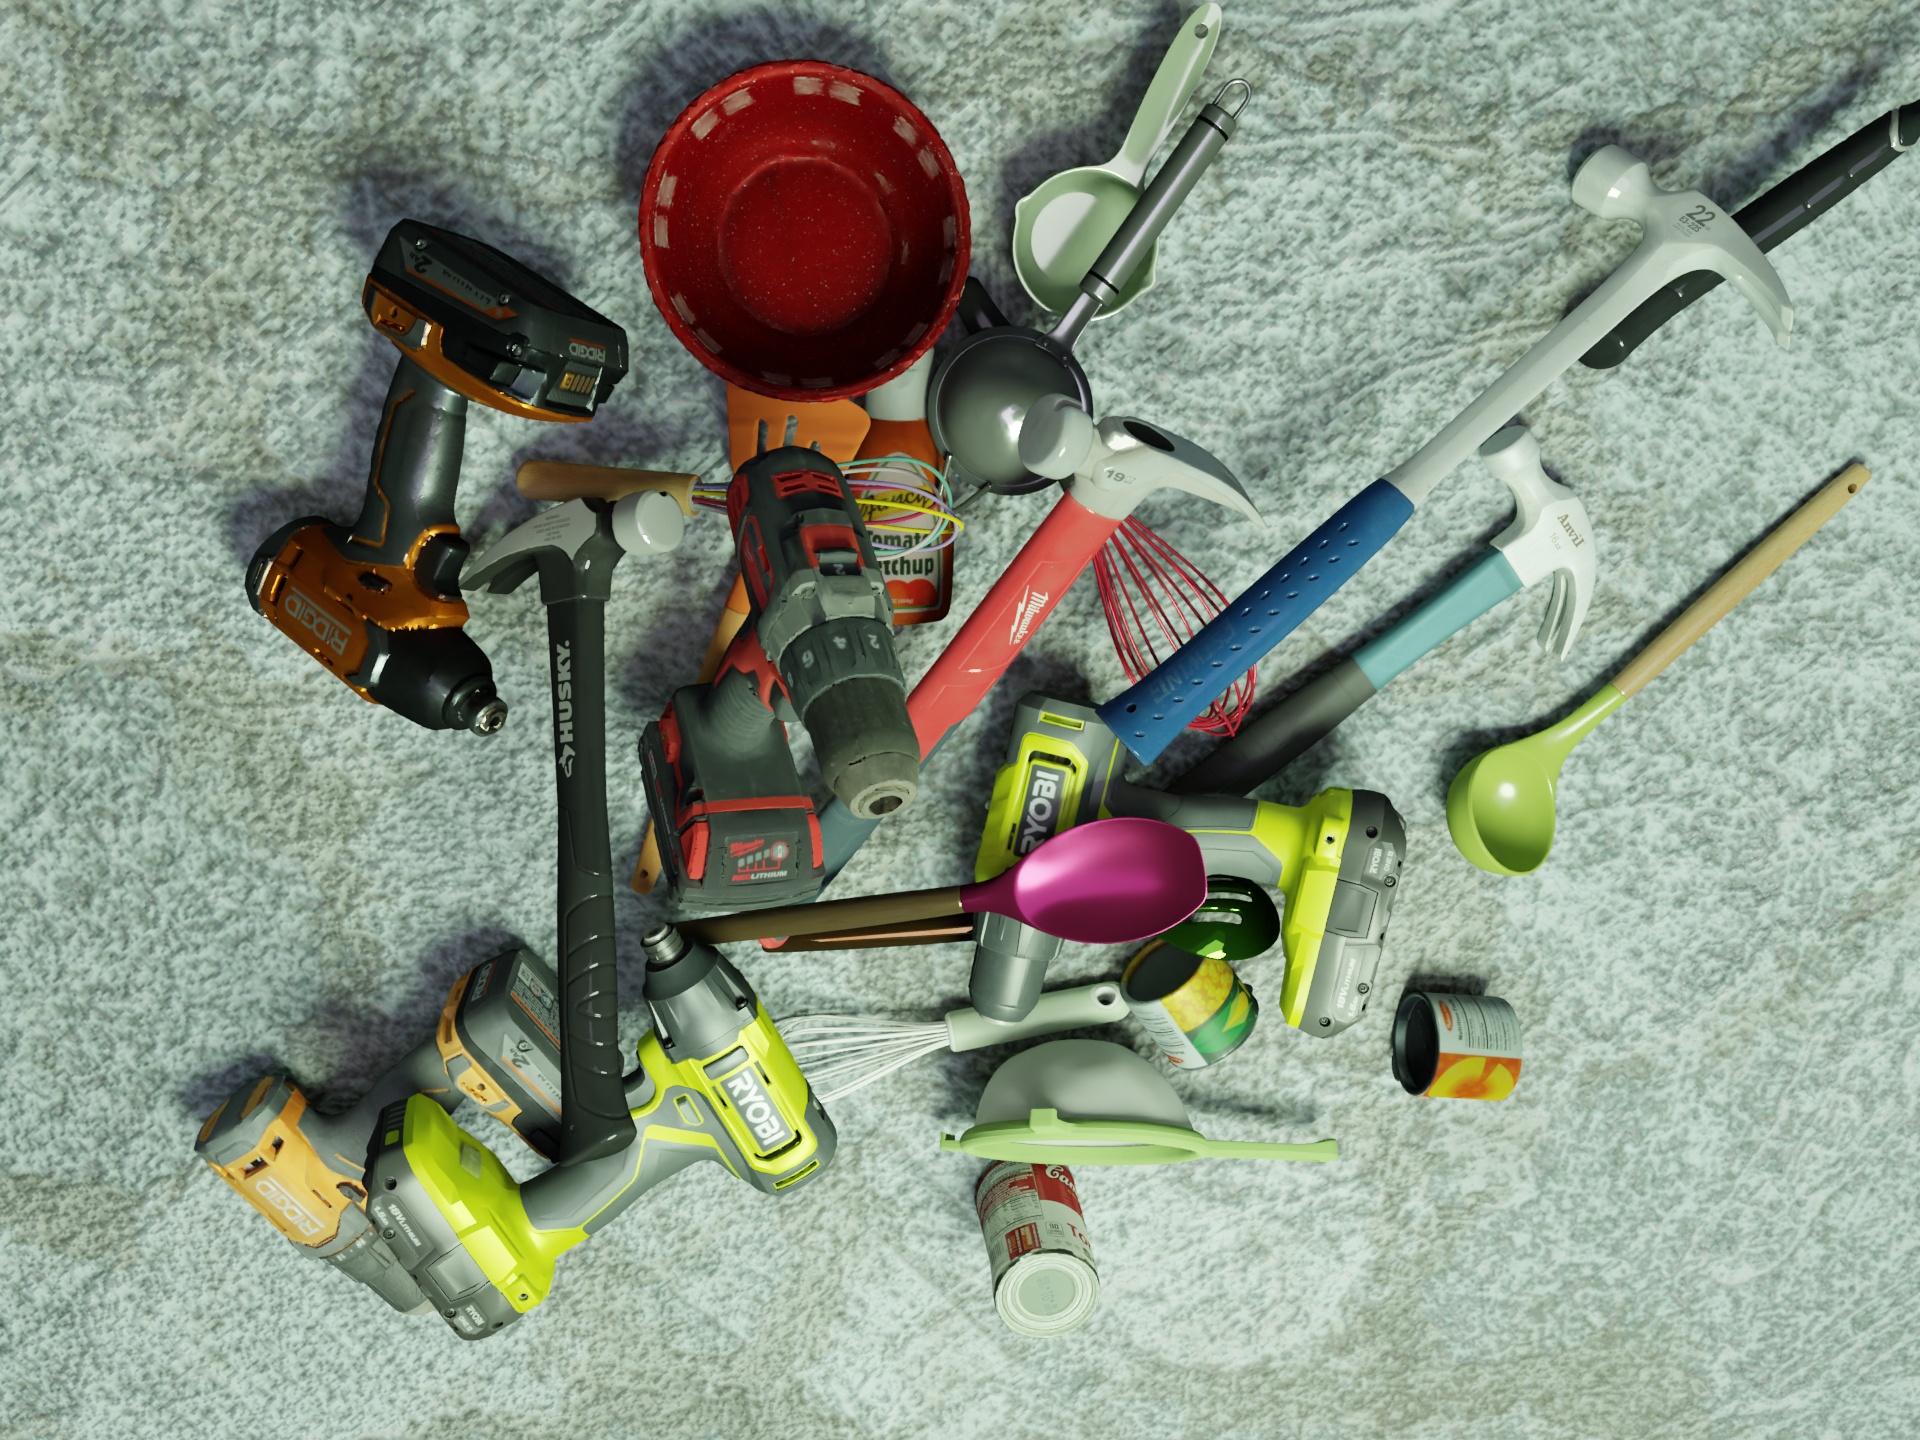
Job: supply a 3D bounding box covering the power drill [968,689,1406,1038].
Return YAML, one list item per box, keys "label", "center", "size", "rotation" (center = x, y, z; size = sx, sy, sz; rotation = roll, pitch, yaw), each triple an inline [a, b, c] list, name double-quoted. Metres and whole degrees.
- label: "power drill"
  center: [0.119, 0.099, 0.897]
  size: [0.228, 0.080, 0.190]
  rotation: [13, 96, 9]

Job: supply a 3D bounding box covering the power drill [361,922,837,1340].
- label: "power drill"
  center: [-0.201, 0.222, 0.871]
  size: [0.223, 0.080, 0.171]
  rotation: [-29, 113, -6]

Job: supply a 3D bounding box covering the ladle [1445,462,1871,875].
- label: "ladle"
  center: [0.414, -0.031, 0.936]
  size: [0.320, 0.062, 0.078]
  rotation: [-44, 109, 8]

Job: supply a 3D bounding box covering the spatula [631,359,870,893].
- label: "spatula"
  center: [-0.134, -0.039, 0.881]
  size: [0.081, 0.041, 0.322]
  rotation: [23, 109, 3]

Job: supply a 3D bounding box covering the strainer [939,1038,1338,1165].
- label: "strainer"
  center: [0.124, 0.239, 0.992]
  size: [0.256, 0.151, 0.069]
  rotation: [8, 68, -21]

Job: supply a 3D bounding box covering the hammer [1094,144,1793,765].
- label: "hammer"
  center: [0.237, -0.121, 0.819]
  size: [0.405, 0.144, 0.035]
  rotation: [-42, 149, 3]

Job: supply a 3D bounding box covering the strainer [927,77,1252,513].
- label: "strainer"
  center: [0.063, -0.211, 0.797]
  size: [0.087, 0.050, 0.258]
  rotation: [36, 100, 1]

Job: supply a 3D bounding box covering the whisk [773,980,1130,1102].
- label: "whisk"
  center: [-0.014, 0.195, 0.986]
  size: [0.246, 0.058, 0.059]
  rotation: [-10, 146, -5]

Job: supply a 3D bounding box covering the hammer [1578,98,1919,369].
- label: "hammer"
  center: [0.495, -0.317, 0.813]
  size: [0.409, 0.149, 0.036]
  rotation: [-36, 110, 18]

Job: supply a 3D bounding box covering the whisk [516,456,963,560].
- label: "whisk"
  center: [-0.117, -0.116, 0.816]
  size: [0.245, 0.047, 0.051]
  rotation: [7, 112, 14]

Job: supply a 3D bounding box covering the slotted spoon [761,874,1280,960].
- label: "slotted spoon"
  center: [0.036, 0.122, 0.958]
  size: [0.314, 0.070, 0.031]
  rotation: [-4, 136, 1]

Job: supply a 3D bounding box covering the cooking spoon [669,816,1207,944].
- label: "cooking spoon"
  center: [-0.023, 0.102, 0.883]
  size: [0.319, 0.017, 0.068]
  rotation: [-9, 97, 13]

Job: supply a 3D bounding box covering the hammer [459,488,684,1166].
- label: "hammer"
  center: [-0.196, 0.057, 0.811]
  size: [0.146, 0.035, 0.335]
  rotation: [-6, 85, 37]

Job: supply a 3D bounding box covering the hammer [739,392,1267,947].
- label: "hammer"
  center: [-0.001, -0.003, 0.860]
  size: [0.143, 0.038, 0.386]
  rotation: [14, 129, -35]

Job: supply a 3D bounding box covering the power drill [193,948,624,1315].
- label: "power drill"
  center: [-0.312, 0.258, 0.958]
  size: [0.226, 0.084, 0.185]
  rotation: [-30, 113, 10]

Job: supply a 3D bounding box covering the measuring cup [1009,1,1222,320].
- label: "measuring cup"
  center: [0.084, -0.286, 0.813]
  size: [0.083, 0.038, 0.167]
  rotation: [26, 104, -15]

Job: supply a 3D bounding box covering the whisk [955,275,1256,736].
- label: "whisk"
  center: [0.078, -0.112, 0.868]
  size: [0.073, 0.073, 0.295]
  rotation: [-32, 105, 6]

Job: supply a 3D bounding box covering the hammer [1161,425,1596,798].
- label: "hammer"
  center: [0.224, -0.020, 0.931]
  size: [0.331, 0.033, 0.128]
  rotation: [-38, 109, 9]

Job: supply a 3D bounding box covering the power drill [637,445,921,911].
- label: "power drill"
  center: [-0.084, 0.007, 0.763]
  size: [0.080, 0.188, 0.226]
  rotation: [-3, 144, -26]

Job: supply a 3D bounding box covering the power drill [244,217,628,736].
- label: "power drill"
  center: [-0.253, -0.110, 0.788]
  size: [0.164, 0.084, 0.226]
  rotation: [35, 107, 21]
